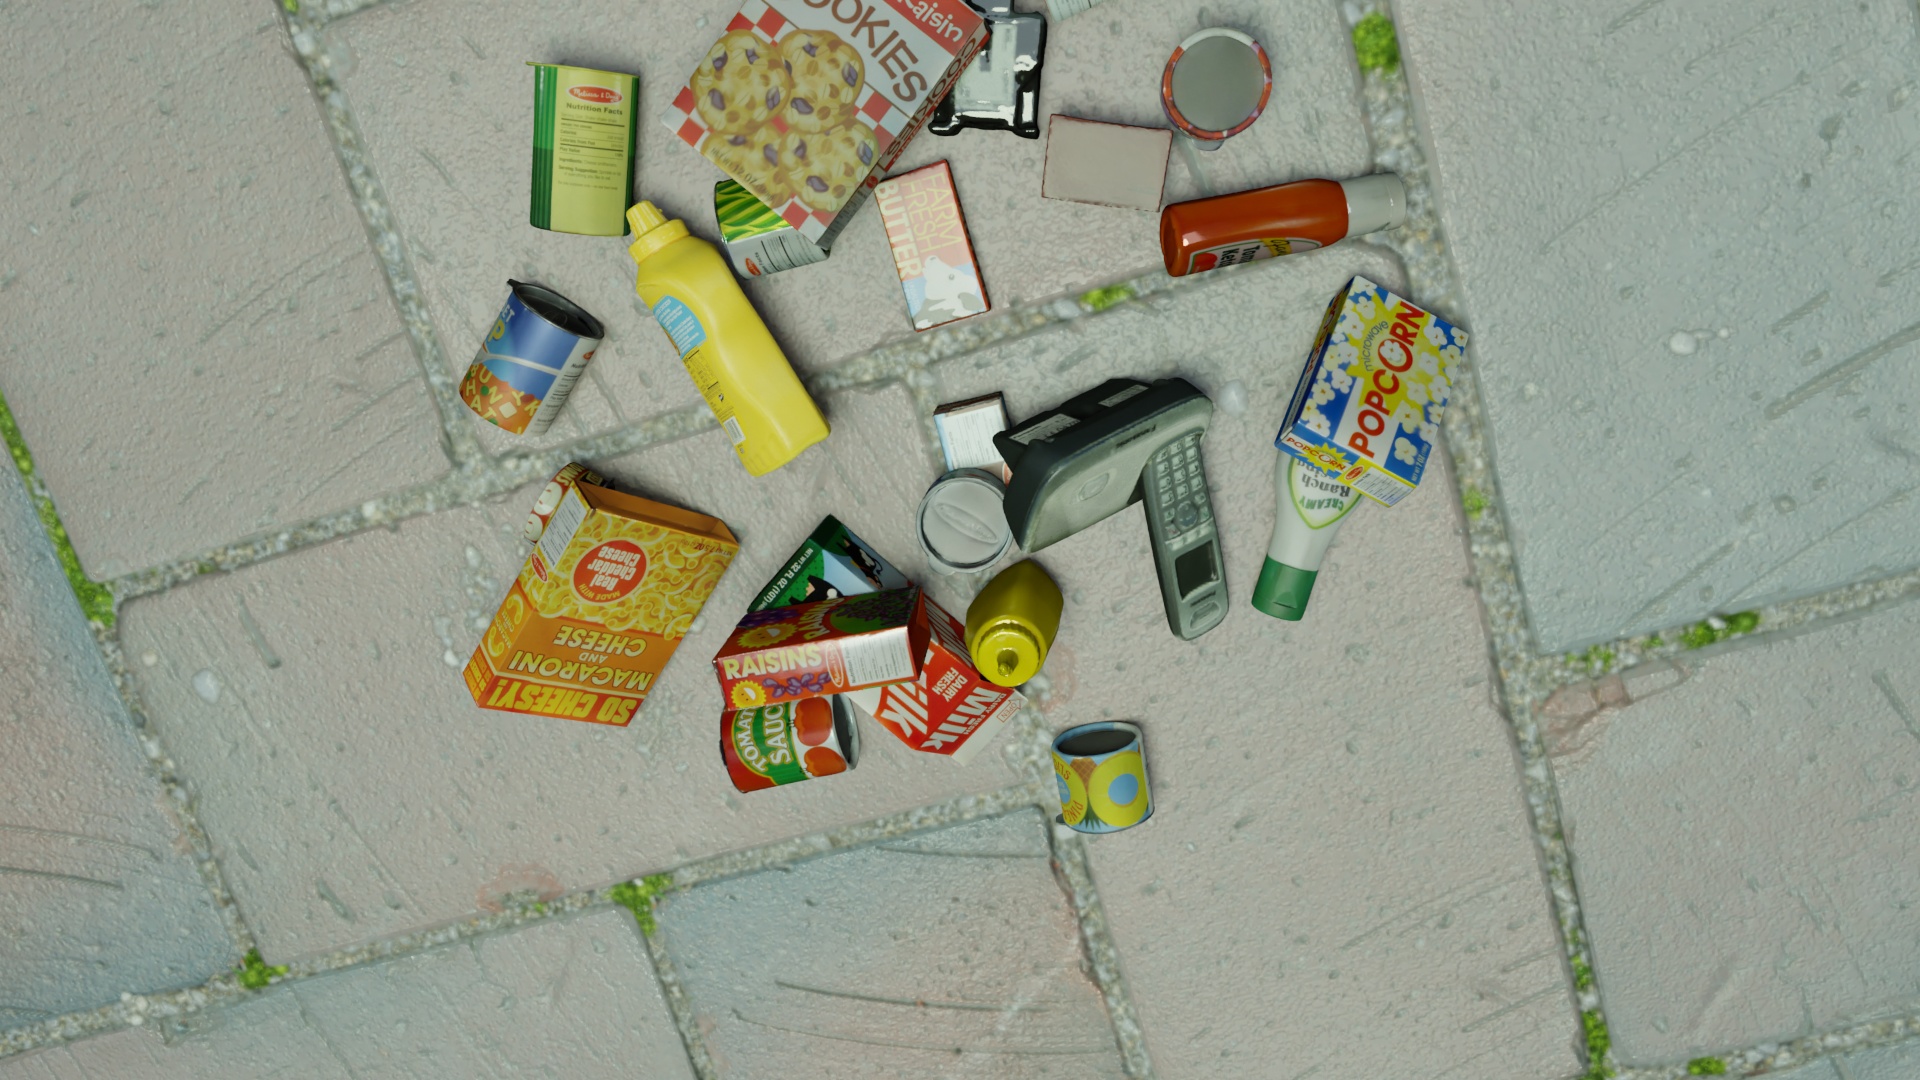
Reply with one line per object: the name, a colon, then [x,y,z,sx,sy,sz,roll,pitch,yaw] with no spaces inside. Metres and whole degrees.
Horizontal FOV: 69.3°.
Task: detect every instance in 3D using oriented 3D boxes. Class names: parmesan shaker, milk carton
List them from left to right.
parmesan shaker: [-0.248,-0.254,0.905,0.071,0.071,0.102,8,106,3]
milk carton: [-0.047,0.075,0.966,0.190,0.073,0.072,41,104,-6]

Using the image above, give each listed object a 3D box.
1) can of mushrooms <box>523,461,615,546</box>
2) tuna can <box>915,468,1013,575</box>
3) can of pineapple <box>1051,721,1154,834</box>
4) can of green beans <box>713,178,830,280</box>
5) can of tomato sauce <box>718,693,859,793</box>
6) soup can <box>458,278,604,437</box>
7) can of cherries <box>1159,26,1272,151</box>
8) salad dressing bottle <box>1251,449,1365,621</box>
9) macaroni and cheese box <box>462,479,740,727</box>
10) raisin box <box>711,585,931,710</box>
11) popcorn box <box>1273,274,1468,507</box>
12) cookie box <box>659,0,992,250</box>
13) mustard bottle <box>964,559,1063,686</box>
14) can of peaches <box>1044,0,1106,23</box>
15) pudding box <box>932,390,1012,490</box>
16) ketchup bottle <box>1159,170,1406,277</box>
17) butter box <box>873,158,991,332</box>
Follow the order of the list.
can of mushrooms: [-0.271,-0.021,0.967,0.033,0.071,0.071,31,105,-2]
tuna can: [0.003,-0.012,0.928,0.071,0.033,0.071,1,105,5]
can of pineapple: [0.098,0.167,0.978,0.071,0.071,0.057,-9,102,8]
can of green beans: [-0.122,-0.209,0.906,0.058,0.071,0.071,-13,103,8]
can of tomato sauce: [-0.122,0.140,0.991,0.083,0.071,0.071,-13,103,8]
soup can: [-0.294,-0.124,0.944,0.071,0.071,0.083,34,105,-4]
can of cherries: [0.158,-0.280,0.864,0.071,0.058,0.071,1,104,5]
salad dressing bottle: [0.234,-0.020,0.930,0.064,0.044,0.147,15,105,-1]
macaroni and cheese box: [-0.248,0.048,0.961,0.124,0.040,0.166,18,112,-46]
raisin box: [-0.085,0.067,0.883,0.123,0.086,0.040,-10,105,7]
popcorn box: [0.259,-0.095,0.875,0.085,0.038,0.127,27,64,-1]
cookie box: [-0.081,-0.281,0.842,0.123,0.040,0.167,39,98,2]
mustard bottle: [0.033,0.061,0.910,0.065,0.161,0.049,-41,99,15]
can of peaches: [0.071,-0.361,0.850,0.058,0.071,0.071,-22,101,11]
pudding box: [0.015,-0.055,0.949,0.049,0.030,0.083,-14,103,8]
ketchup bottle: [0.203,-0.203,0.880,0.149,0.064,0.043,-11,85,0]
butter box: [-0.019,-0.195,0.920,0.053,0.024,0.103,-14,102,10]
